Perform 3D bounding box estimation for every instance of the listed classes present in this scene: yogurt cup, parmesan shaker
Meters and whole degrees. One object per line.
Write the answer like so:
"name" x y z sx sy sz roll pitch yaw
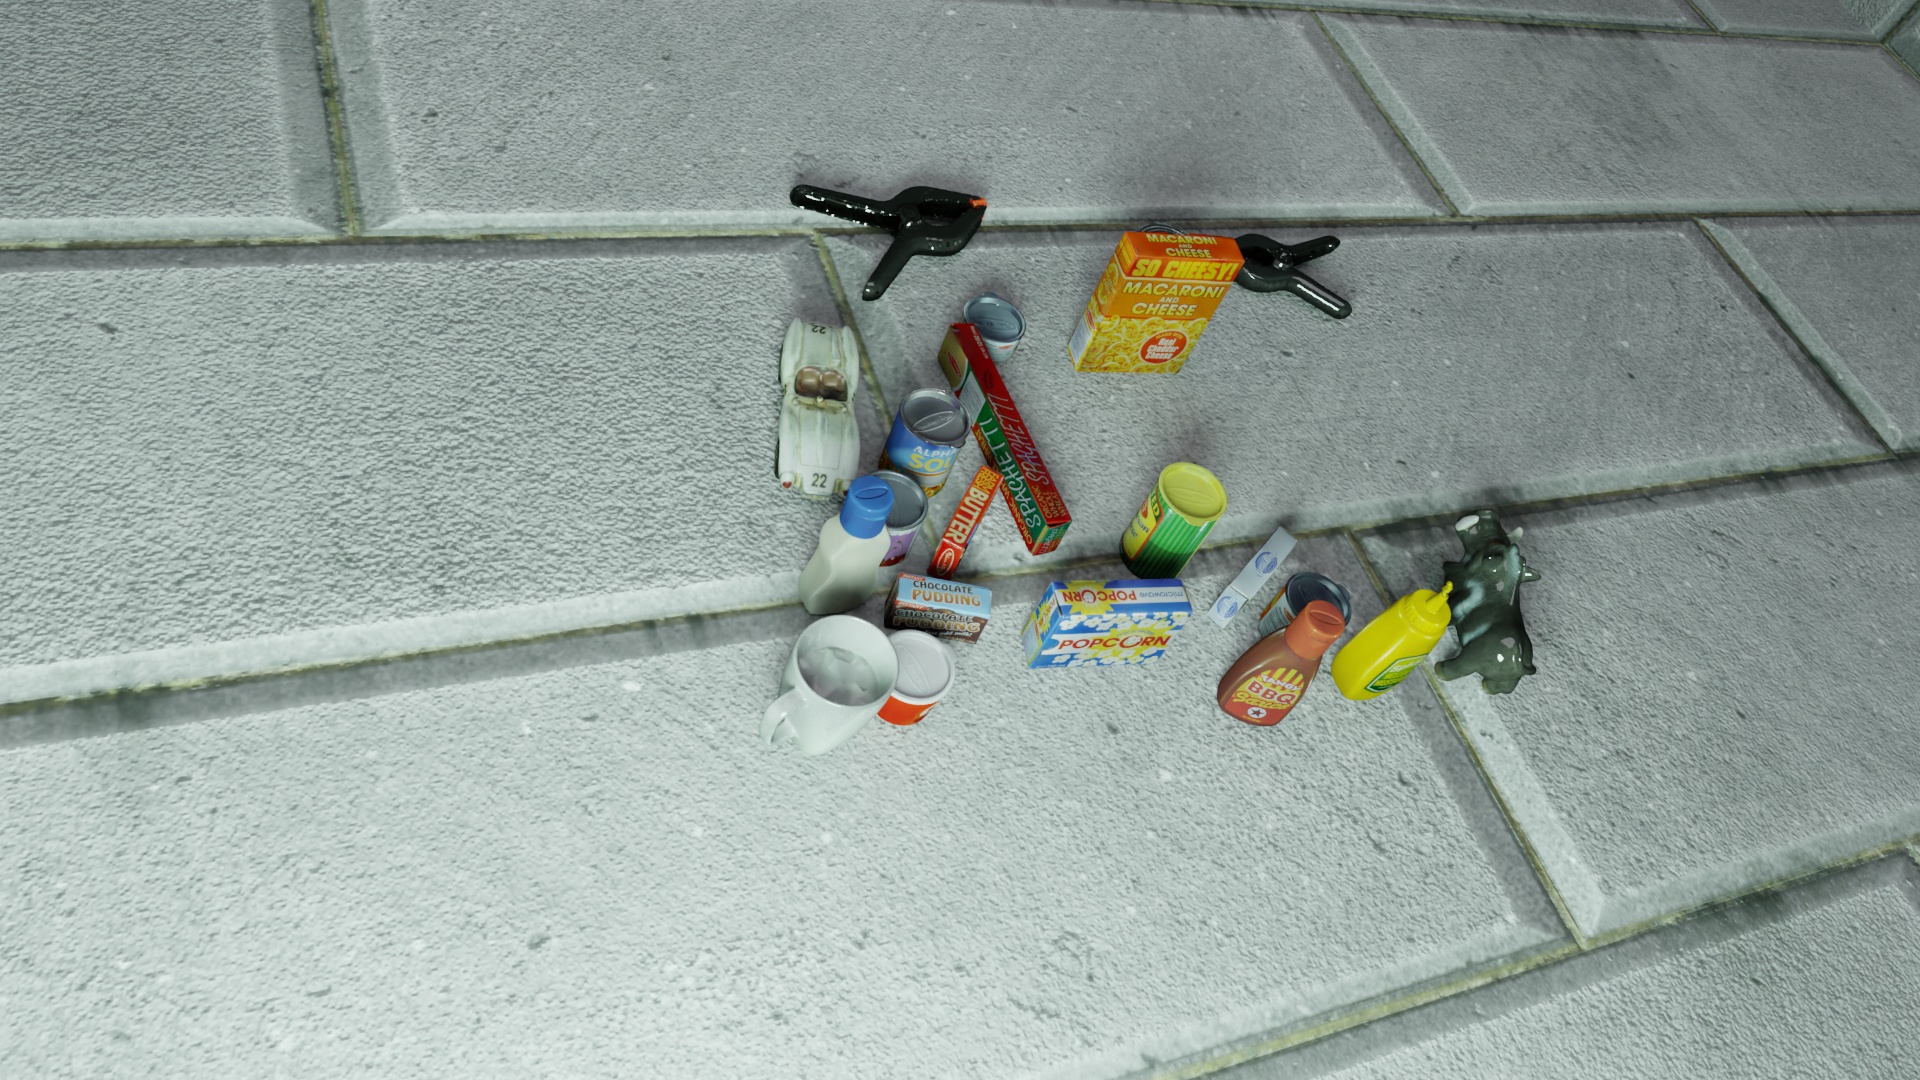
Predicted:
"yogurt cup" -0.043 0.114 1.124 0.072 0.053 0.073 10 52 -13
"parmesan shaker" 0.193 -0.013 1.275 0.071 0.102 0.071 10 52 -13

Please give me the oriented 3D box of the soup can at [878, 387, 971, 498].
"soup can" -0.032 -0.085 1.260 0.071 0.083 0.072 10 52 -13

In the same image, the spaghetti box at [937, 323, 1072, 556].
"spaghetti box" 0.039 -0.099 1.319 0.029 0.050 0.251 -9 58 -26

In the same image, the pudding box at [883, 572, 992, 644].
"pudding box" -0.019 0.057 1.179 0.084 0.049 0.030 11 52 -12

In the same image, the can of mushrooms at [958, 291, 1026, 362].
"can of mushrooms" 0.031 -0.217 1.416 0.071 0.033 0.071 10 52 -13

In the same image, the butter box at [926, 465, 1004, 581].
"butter box" 0.004 -0.016 1.241 0.024 0.052 0.104 27 50 1

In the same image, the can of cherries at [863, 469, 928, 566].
"can of cherries" -0.070 -0.019 1.213 0.071 0.058 0.072 10 52 -13

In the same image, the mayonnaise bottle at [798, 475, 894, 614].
"mayonnaise bottle" -0.088 0.005 1.129 0.065 0.147 0.041 -12 60 -27

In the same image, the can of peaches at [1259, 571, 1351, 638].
"can of peaches" 0.320 0.071 1.287 0.071 0.057 0.071 10 52 -13

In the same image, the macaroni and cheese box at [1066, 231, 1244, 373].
"macaroni and cheese box" 0.194 -0.239 1.405 0.124 0.165 0.040 -2 55 -21

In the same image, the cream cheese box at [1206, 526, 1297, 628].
"cream cheese box" 0.273 0.035 1.301 0.024 0.053 0.104 39 51 11

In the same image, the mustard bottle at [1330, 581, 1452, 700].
"mustard bottle" 0.392 0.086 1.236 0.065 0.159 0.049 -8 58 -25

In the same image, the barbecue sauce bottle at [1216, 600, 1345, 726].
"barbecue sauce bottle" 0.277 0.105 1.187 0.065 0.147 0.044 19 50 -6

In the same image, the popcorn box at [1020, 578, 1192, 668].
"popcorn box" 0.125 0.072 1.198 0.127 0.084 0.038 -1 55 -20
